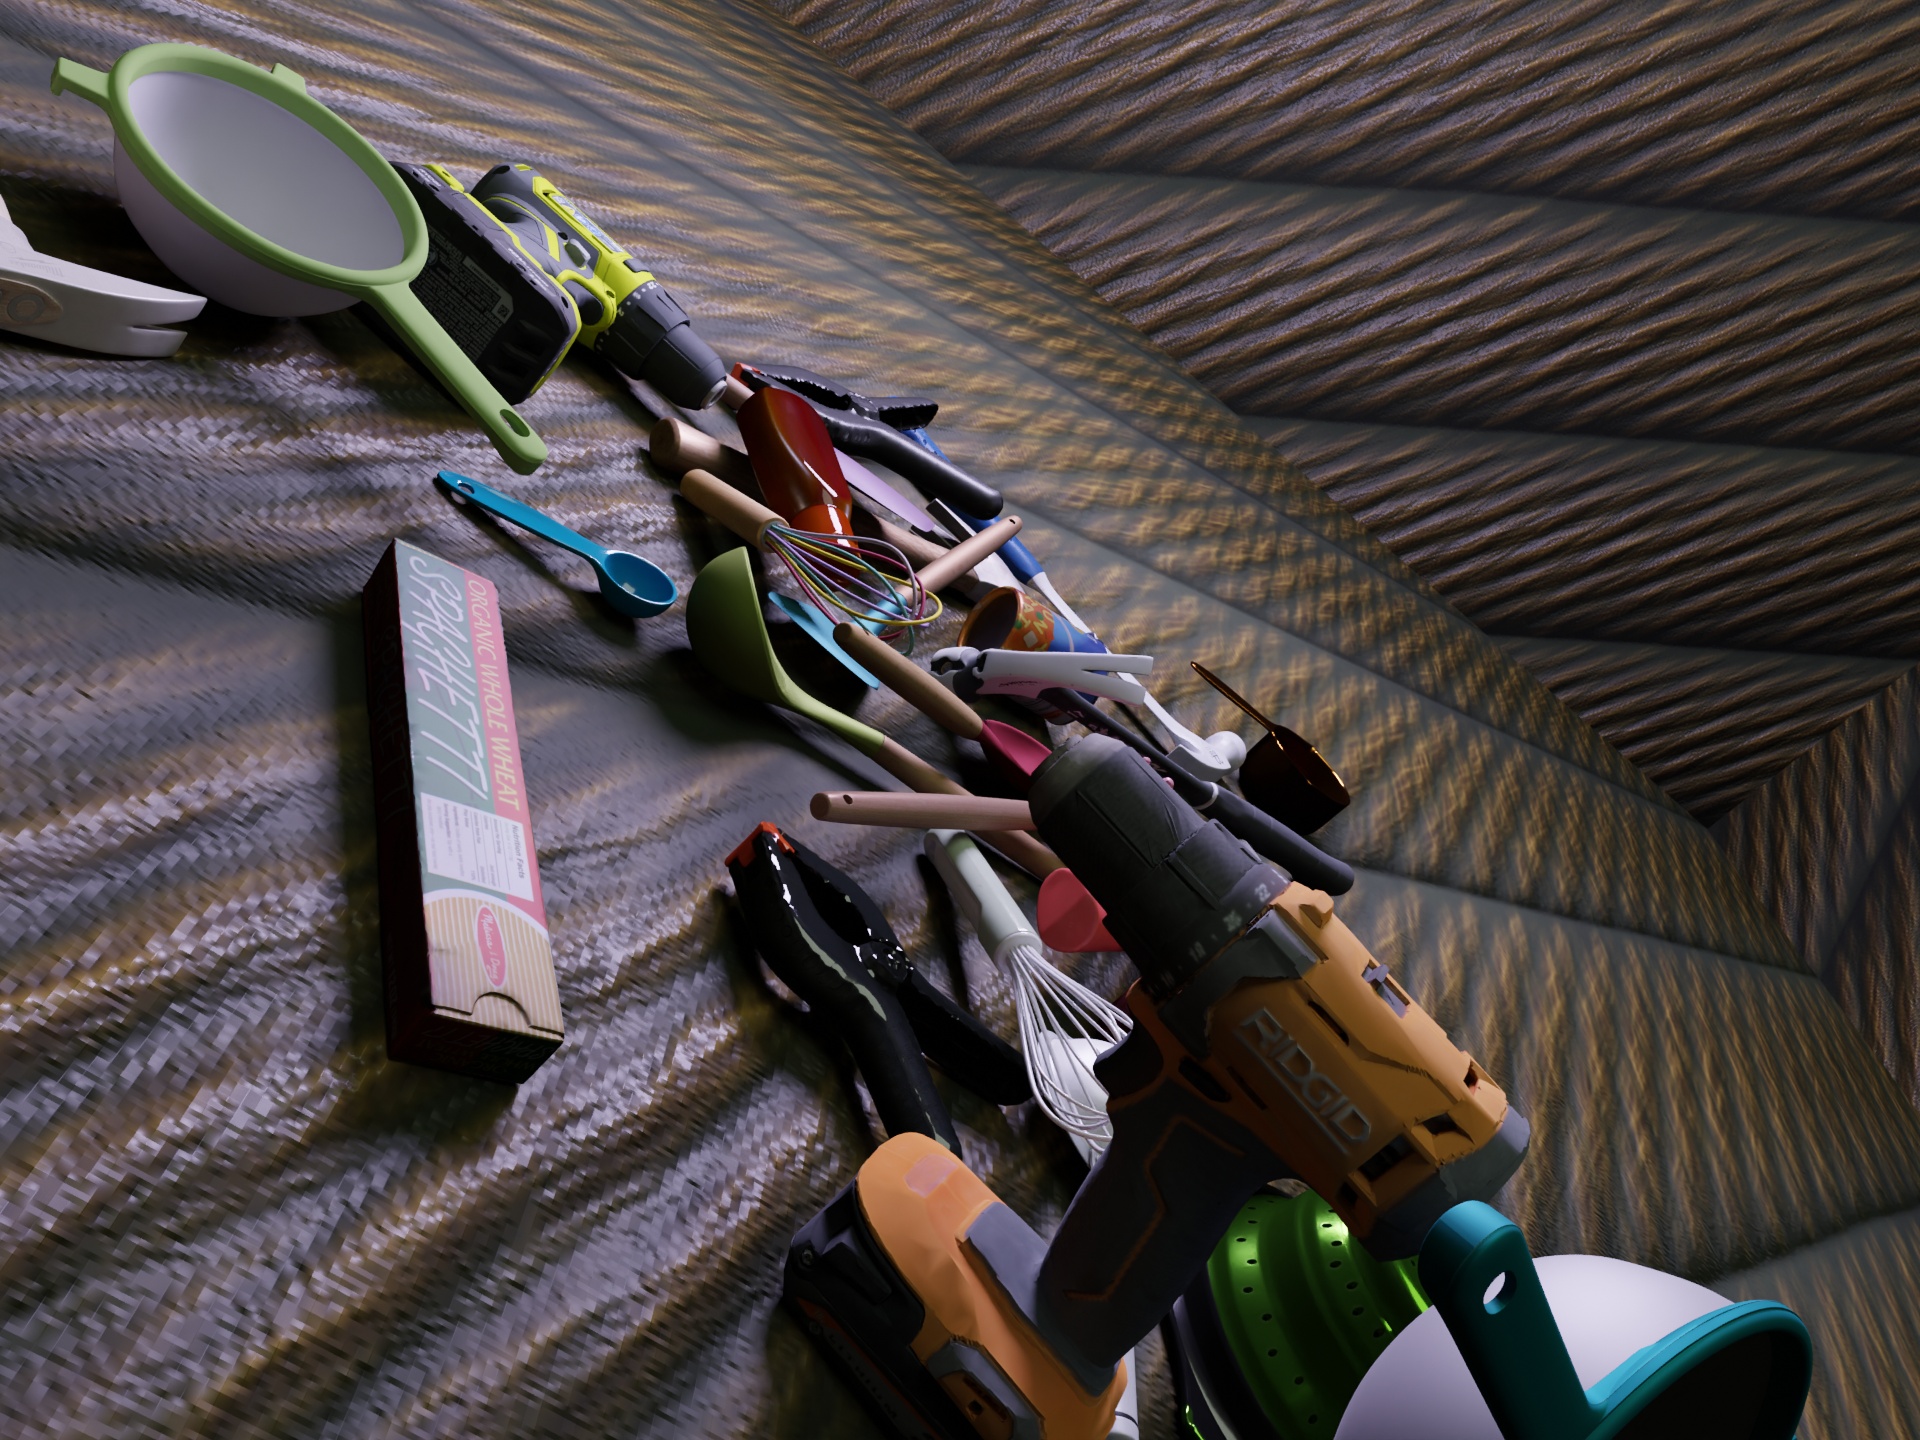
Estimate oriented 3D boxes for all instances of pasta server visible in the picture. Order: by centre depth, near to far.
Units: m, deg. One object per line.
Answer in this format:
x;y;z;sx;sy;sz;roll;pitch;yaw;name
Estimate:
0.031;0.046;0.845;0.316;0.040;0.060;7;48;-55;pasta server

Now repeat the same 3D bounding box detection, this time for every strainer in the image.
0.172;0.226;0.528;0.095;0.211;0.340;36;-17;48;strainer
0.065;0.212;0.680;0.086;0.050;0.259;51;21;-23;strainer
-0.301;-0.202;0.756;0.256;0.069;0.151;48;28;-3;strainer

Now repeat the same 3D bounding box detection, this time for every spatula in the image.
-0.022;-0.089;1.019;0.082;0.044;0.317;41;34;5;spatula
-0.149;-0.216;1.054;0.316;0.018;0.060;34;16;-2;spatula

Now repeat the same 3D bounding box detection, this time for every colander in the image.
0.223;0.264;0.782;0.204;0.094;0.397;48;22;10;colander

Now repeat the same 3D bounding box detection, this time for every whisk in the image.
0.029;0.114;0.741;0.059;0.057;0.247;-7;28;-18;whisk
-0.088;-0.094;0.870;0.245;0.047;0.051;34;-24;46;whisk

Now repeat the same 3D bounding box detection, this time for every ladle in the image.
-0.001;-0.003;0.859;0.069;0.031;0.315;42;3;24;ladle
-0.018;0.019;0.863;0.320;0.062;0.078;36;13;-25;ladle

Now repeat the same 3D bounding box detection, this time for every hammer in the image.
-0.476;-0.310;0.686;0.411;0.038;0.146;52;22;20;hammer
0.147;0.128;0.944;0.149;0.036;0.358;54;19;24;hammer
-0.072;-0.133;1.073;0.331;0.031;0.130;19;33;-46;hammer
0.160;0.043;1.077;0.408;0.149;0.036;31;67;-42;hammer
0.065;-0.104;1.253;0.406;0.035;0.144;49;22;12;hammer

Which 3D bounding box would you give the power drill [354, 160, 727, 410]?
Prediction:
-0.241;-0.246;0.928;0.190;0.080;0.228;42;19;-2;power drill

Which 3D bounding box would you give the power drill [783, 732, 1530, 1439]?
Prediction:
0.040;0.132;0.524;0.185;0.226;0.084;48;22;11;power drill

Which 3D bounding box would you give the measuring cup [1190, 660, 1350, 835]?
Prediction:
0.239;0.025;1.303;0.173;0.052;0.095;41;22;-2;measuring cup

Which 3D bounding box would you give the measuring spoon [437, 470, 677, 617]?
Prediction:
-0.202;-0.085;0.789;0.128;0.021;0.042;28;26;-13;measuring spoon
